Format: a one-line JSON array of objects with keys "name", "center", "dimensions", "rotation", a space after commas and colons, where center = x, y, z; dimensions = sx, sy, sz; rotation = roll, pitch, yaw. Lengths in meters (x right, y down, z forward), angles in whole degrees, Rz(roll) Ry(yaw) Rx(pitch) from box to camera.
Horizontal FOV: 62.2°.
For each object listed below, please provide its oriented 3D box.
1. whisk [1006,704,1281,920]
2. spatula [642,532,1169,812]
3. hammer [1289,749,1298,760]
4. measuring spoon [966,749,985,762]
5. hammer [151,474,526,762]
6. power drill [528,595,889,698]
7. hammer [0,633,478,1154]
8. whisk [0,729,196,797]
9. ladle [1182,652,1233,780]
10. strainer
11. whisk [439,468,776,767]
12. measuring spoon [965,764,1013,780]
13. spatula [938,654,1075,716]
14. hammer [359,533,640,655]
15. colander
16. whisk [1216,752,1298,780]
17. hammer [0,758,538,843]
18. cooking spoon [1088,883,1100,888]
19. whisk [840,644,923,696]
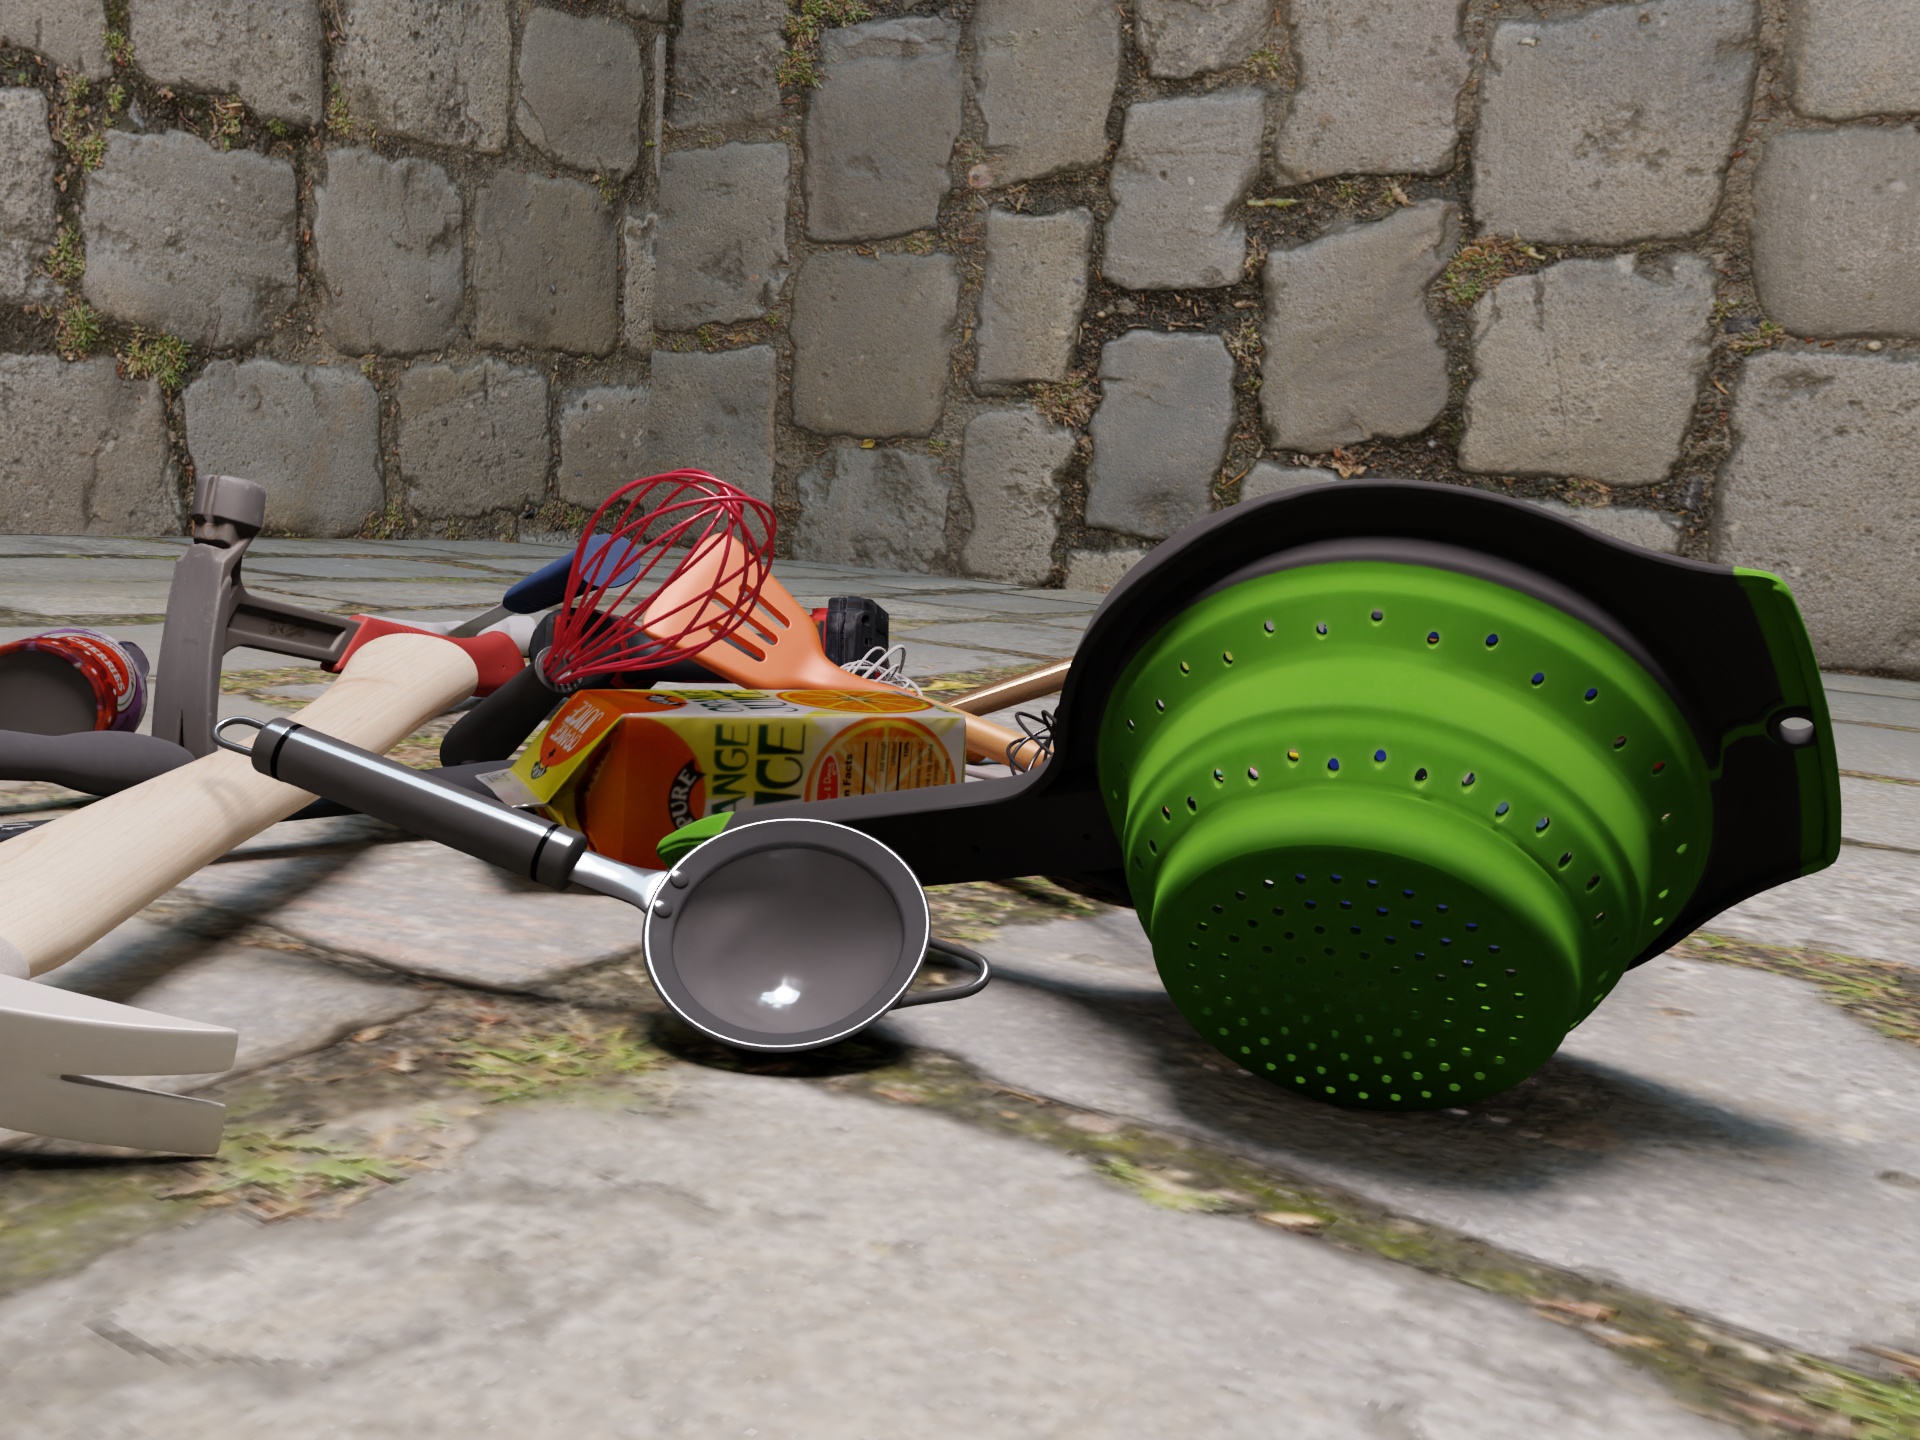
[{"name": "whisk", "center": [0.078, 0.045, 0.661], "dimensions": [0.055, 0.055, 0.239], "rotation": [1, 20, -22]}, {"name": "spatula", "center": [-0.001, -0.003, 0.785], "dimensions": [0.323, 0.041, 0.081], "rotation": [22, 52, 13]}, {"name": "hammer", "center": [0.261, 0.038, 0.927], "dimensions": [0.130, 0.031, 0.331], "rotation": [-1, 10, -30]}, {"name": "measuring spoon", "center": [0.051, 0.024, 1.003], "dimensions": [0.116, 0.011, 0.021], "rotation": [4, 8, -27]}, {"name": "hammer", "center": [-0.339, -0.031, 0.921], "dimensions": [0.037, 0.149, 0.359], "rotation": [6, -3, 7]}, {"name": "power drill", "center": [-0.164, -0.041, 1.095], "dimensions": [0.226, 0.080, 0.188], "rotation": [1, -1, 3]}, {"name": "hammer", "center": [-0.235, 0.025, 0.547], "dimensions": [0.146, 0.038, 0.411], "rotation": [15, 13, -2]}, {"name": "whisk", "center": [-0.435, 0.009, 0.624], "dimensions": [0.070, 0.070, 0.284], "rotation": [10, -1, 33]}, {"name": "ladle", "center": [0.150, -0.008, 0.925], "dimensions": [0.078, 0.062, 0.320], "rotation": [-6, 14, 9]}, {"name": "strainer", "center": [-0.115, 0.045, 0.489], "dimensions": [0.258, 0.050, 0.087], "rotation": [20, 47, 7]}, {"name": "whisk", "center": [-0.171, -0.030, 0.711], "dimensions": [0.073, 0.073, 0.296], "rotation": [-3, -19, -41]}, {"name": "measuring spoon", "center": [-0.009, 0.032, 0.905], "dimensions": [0.124, 0.018, 0.034], "rotation": [11, 6, 0]}, {"name": "spatula", "center": [0.006, -0.020, 0.971], "dimensions": [0.317, 0.044, 0.082], "rotation": [-18, 8, -8]}, {"name": "hammer", "center": [-0.328, -0.083, 1.152], "dimensions": [0.144, 0.035, 0.405], "rotation": [-2, -3, -31]}, {"name": "colander", "center": [0.047, 0.053, 0.491], "dimensions": [0.397, 0.204, 0.095], "rotation": [-9, 35, 31]}, {"name": "whisk", "center": [0.050, 0.041, 0.629], "dimensions": [0.051, 0.047, 0.245], "rotation": [13, -13, -31]}, {"name": "hammer", "center": [-0.255, 0.035, 0.675], "dimensions": [0.149, 0.036, 0.408], "rotation": [10, 9, 41]}, {"name": "cooking spoon", "center": [0.009, 0.046, 0.783], "dimensions": [0.068, 0.017, 0.319], "rotation": [-15, 18, -35]}, {"name": "whisk", "center": [-0.078, 0.010, 0.818], "dimensions": [0.058, 0.059, 0.246], "rotation": [28, 24, 9]}]
